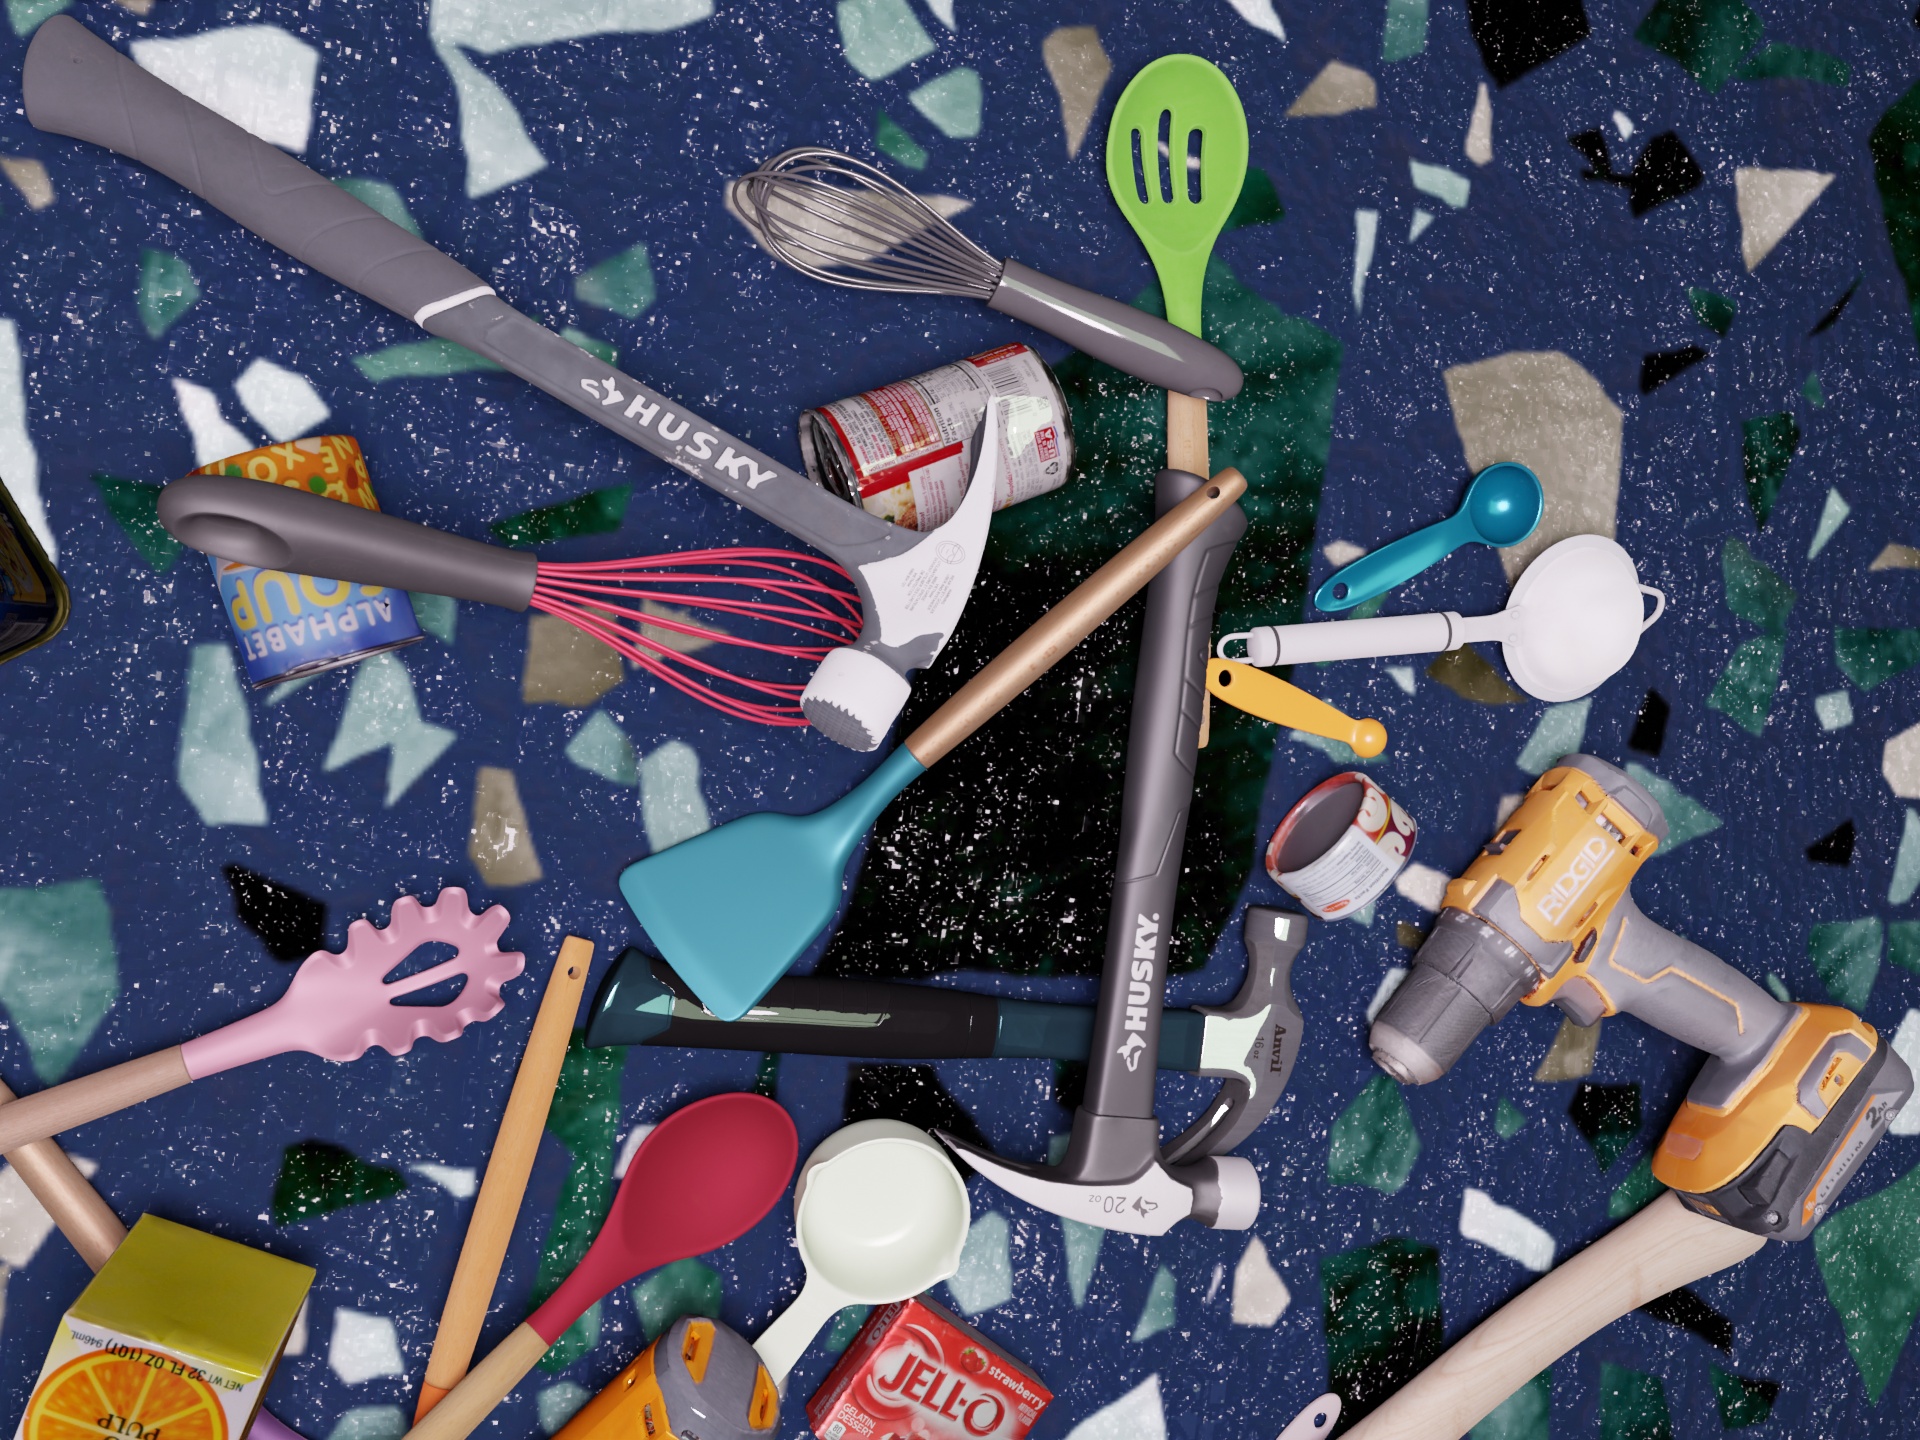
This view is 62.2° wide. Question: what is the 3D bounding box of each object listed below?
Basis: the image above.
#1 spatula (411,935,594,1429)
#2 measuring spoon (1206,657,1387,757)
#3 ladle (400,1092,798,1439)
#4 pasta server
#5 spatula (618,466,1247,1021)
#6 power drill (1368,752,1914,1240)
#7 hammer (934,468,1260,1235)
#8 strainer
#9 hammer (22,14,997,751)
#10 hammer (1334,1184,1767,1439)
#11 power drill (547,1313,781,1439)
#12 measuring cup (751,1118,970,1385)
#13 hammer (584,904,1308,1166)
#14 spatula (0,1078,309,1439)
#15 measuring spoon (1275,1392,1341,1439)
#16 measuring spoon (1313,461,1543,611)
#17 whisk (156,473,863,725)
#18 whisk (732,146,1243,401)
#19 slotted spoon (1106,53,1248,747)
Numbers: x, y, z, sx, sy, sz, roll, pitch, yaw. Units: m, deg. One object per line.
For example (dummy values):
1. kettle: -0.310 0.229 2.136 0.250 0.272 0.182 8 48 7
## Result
1. spatula: -0.209 0.246 0.658 0.081 0.041 0.323 20 79 -25
2. measuring spoon: 0.161 -0.006 0.760 0.116 0.011 0.021 20 86 -26
3. ladle: -0.187 0.266 0.632 0.315 0.031 0.069 -43 115 -27
4. pasta server: -0.324 0.140 0.605 0.316 0.040 0.060 -19 81 -21
5. spatula: -0.001 -0.002 0.680 0.317 0.044 0.082 -41 75 3
6. power drill: 0.325 0.155 0.780 0.226 0.084 0.185 43 80 -2
7. hammer: 0.079 0.055 0.705 0.146 0.035 0.335 8 87 -17
8. strainer: 0.247 -0.042 0.780 0.258 0.050 0.086 -5 108 -13
9. hammer: -0.171 -0.151 0.604 0.409 0.036 0.149 31 66 -1
10. hammer: 0.239 0.325 0.786 0.410 0.038 0.146 -29 84 -17
11. power drill: -0.090 0.374 0.670 0.226 0.084 0.164 44 101 -10
12. measuring cup: -0.065 0.248 0.704 0.083 0.038 0.167 39 92 -14
13. hammer: 0.001 0.136 0.717 0.331 0.033 0.128 7 89 -16
14. spatula: -0.306 0.262 0.640 0.060 0.018 0.315 -34 102 -15
15. measuring spoon: 0.148 0.381 0.777 0.034 0.018 0.124 45 79 -13
16. measuring spoon: 0.227 -0.088 0.786 0.128 0.021 0.042 -27 106 -4
17. whisk: -0.150 -0.049 0.618 0.295 0.073 0.073 11 89 -32
18. whisk: 0.016 -0.188 0.692 0.239 0.055 0.055 20 87 -12
19. slotted spoon: 0.103 -0.143 0.739 0.070 0.031 0.314 -4 95 -15
